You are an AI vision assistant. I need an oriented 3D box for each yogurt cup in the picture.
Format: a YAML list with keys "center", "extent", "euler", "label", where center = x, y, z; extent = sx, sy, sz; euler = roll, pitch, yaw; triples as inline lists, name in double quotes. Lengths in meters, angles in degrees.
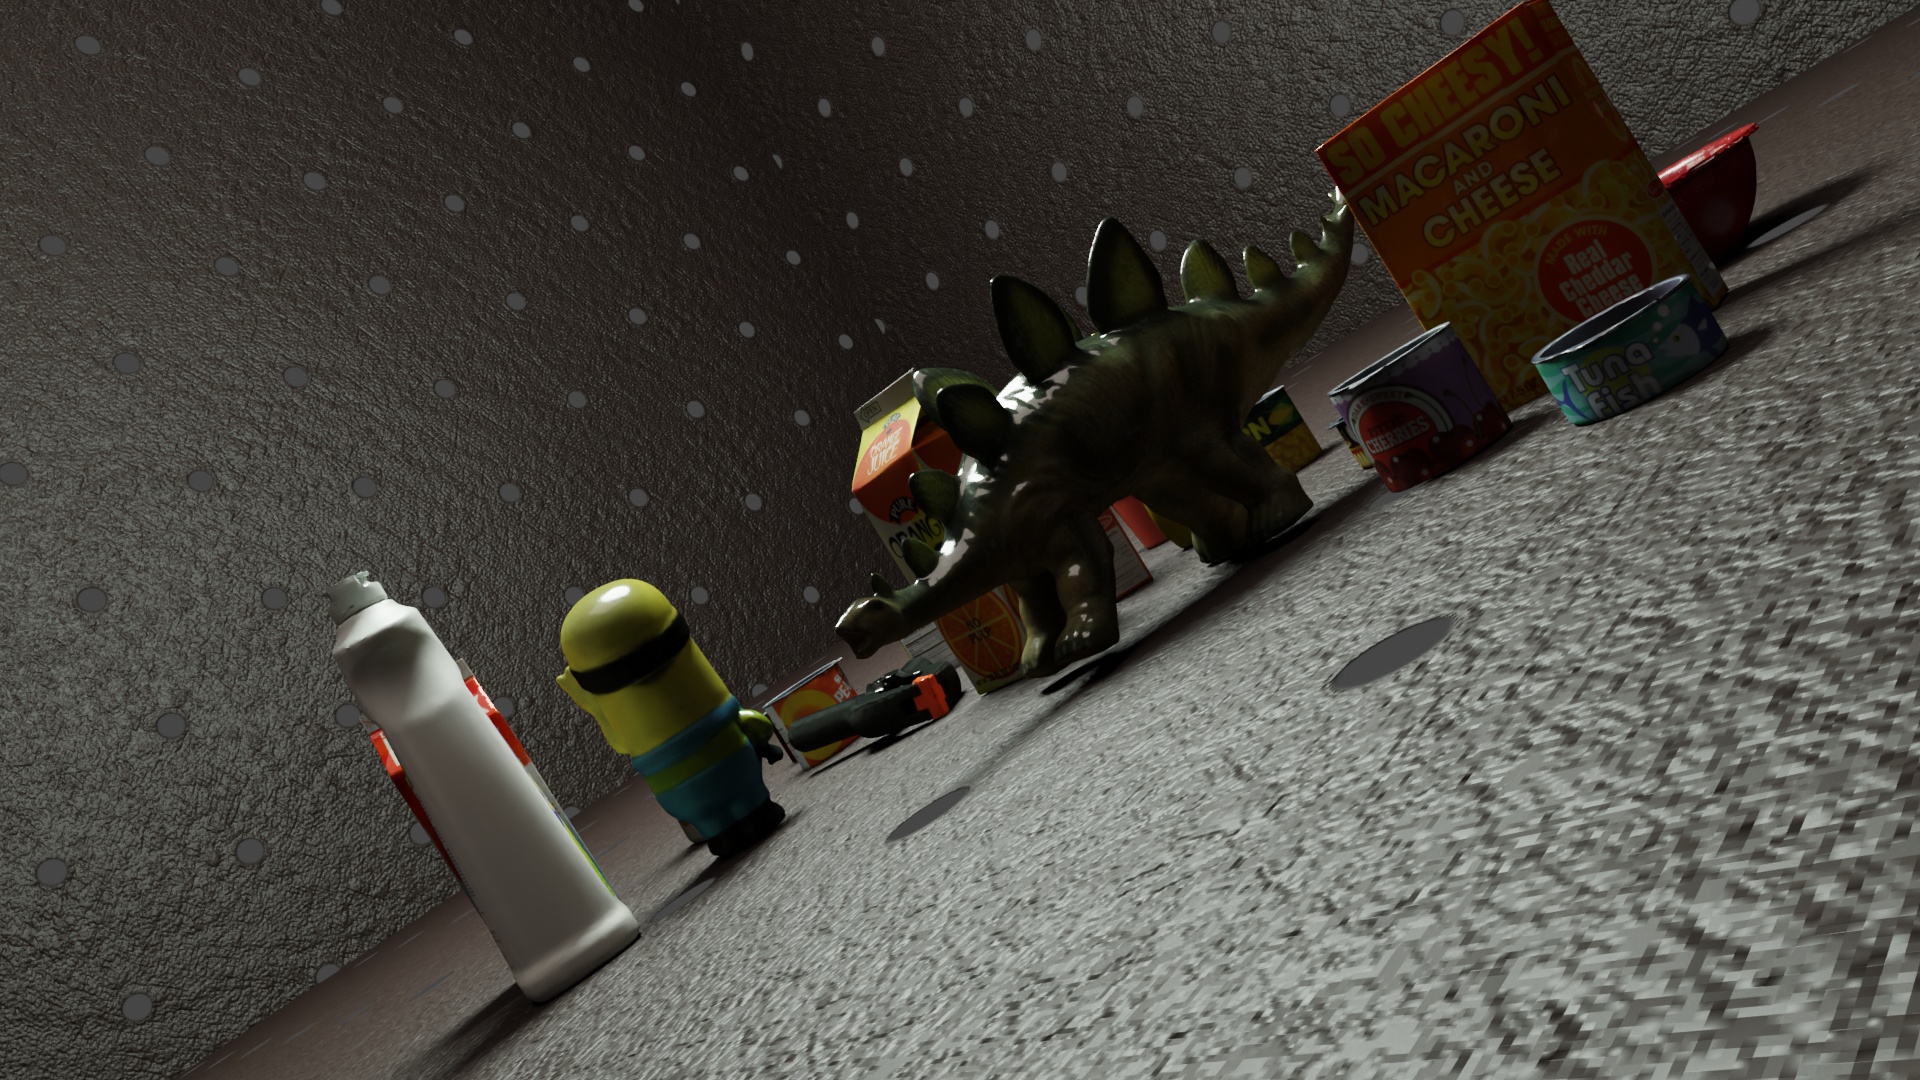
- center: [0.157, -0.029, 1.098]
  extent: [0.072, 0.054, 0.072]
  euler: [-32, 1, 1]
  label: "yogurt cup"

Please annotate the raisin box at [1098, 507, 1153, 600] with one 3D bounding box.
- center: [0.078, -0.018, 0.945]
  extent: [0.040, 0.123, 0.086]
  euler: [-32, 1, -1]
  label: "raisin box"

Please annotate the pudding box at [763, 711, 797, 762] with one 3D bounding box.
- center: [-0.127, 0.148, 1.167]
  extent: [0.030, 0.049, 0.084]
  euler: [-32, 1, 18]
  label: "pudding box"

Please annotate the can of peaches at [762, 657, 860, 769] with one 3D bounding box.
- center: [-0.105, 0.132, 1.056]
  extent: [0.071, 0.058, 0.071]
  euler: [-32, 1, 1]
  label: "can of peaches"

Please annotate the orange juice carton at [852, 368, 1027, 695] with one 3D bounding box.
- center: [0.003, -0.011, 0.851]
  extent: [0.073, 0.192, 0.071]
  euler: [-32, 1, -39]
  label: "orange juice carton"

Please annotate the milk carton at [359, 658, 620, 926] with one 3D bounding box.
- center: [-0.287, 0.170, 0.855]
  extent: [0.072, 0.190, 0.073]
  euler: [-32, 1, -20]
  label: "milk carton"

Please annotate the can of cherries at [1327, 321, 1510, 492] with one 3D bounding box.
- center: [0.220, -0.063, 0.670]
  extent: [0.071, 0.058, 0.071]
  euler: [-32, 1, 1]
  label: "can of cherries"

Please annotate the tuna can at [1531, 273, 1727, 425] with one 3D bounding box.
- center: [0.269, -0.076, 0.560]
  extent: [0.071, 0.033, 0.071]
  euler: [-32, 1, 1]
  label: "tuna can"

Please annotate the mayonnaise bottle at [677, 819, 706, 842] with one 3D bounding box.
- center: [-0.212, 0.146, 1.003]
  extent: [0.041, 0.148, 0.064]
  euler: [-32, 1, -34]
  label: "mayonnaise bottle"

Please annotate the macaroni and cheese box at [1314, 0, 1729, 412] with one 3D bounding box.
- center: [0.273, -0.159, 0.687]
  extent: [0.123, 0.166, 0.040]
  euler: [-31, 1, 42]
  label: "macaroni and cheese box"

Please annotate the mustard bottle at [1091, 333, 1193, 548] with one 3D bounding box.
- center: [0.133, -0.074, 0.965]
  extent: [0.048, 0.160, 0.065]
  euler: [-32, 1, 38]
  label: "mustard bottle"

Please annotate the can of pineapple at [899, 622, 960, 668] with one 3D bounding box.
- center: [-0.016, 0.075, 1.139]
  extent: [0.071, 0.058, 0.071]
  euler: [-32, 1, 1]
  label: "can of pineapple"

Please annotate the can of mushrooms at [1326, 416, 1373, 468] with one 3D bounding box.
- center: [0.252, -0.071, 0.809]
  extent: [0.071, 0.033, 0.071]
  euler: [-32, 1, 1]
  label: "can of mushrooms"

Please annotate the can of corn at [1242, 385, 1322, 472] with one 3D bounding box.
- center: [0.225, -0.073, 1.033]
  extent: [0.071, 0.058, 0.071]
  euler: [-32, 1, 1]
  label: "can of corn"
